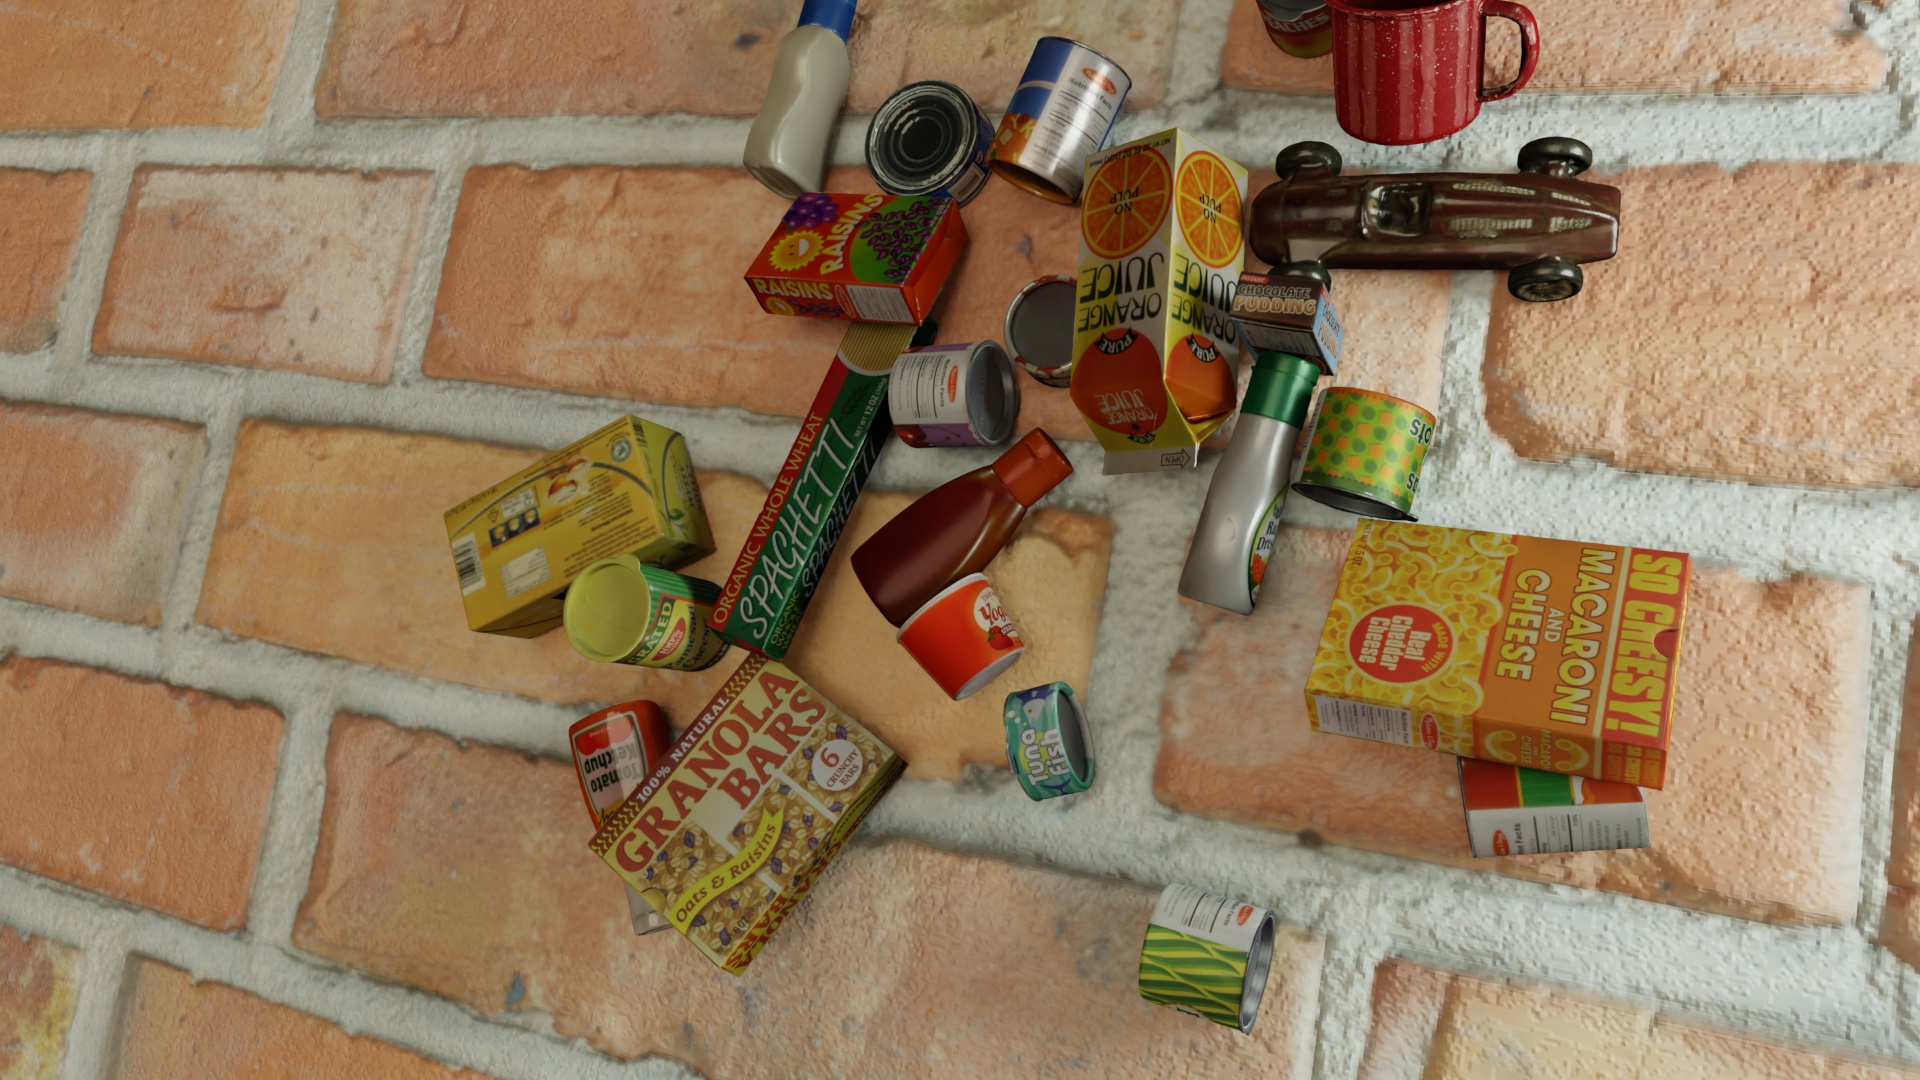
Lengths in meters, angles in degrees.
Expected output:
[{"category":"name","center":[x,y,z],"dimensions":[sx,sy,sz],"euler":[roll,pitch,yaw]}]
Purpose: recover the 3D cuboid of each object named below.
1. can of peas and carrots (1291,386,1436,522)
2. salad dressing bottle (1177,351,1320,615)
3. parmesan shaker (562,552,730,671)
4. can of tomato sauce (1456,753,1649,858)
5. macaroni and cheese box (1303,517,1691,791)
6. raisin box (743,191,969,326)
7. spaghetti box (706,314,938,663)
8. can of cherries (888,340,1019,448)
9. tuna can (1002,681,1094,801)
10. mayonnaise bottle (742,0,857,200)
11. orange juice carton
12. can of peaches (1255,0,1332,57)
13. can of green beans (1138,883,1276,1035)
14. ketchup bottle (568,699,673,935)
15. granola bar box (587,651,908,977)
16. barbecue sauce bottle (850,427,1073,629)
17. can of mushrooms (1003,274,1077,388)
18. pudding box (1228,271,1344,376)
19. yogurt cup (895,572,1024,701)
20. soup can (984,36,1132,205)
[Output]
[{"category":"can of peas and carrots","center":[0.227,-0.048,0.772],"dimensions":[0.071,0.071,0.058],"euler":[16,86,25]},{"category":"salad dressing bottle","center":[0.166,-0.033,0.793],"dimensions":[0.044,0.064,0.147],"euler":[17,90,21]},{"category":"parmesan shaker","center":[-0.200,0.049,0.914],"dimensions":[0.071,0.103,0.071],"euler":[-4,79,23]},{"category":"can of tomato sauce","center":[0.300,0.124,0.709],"dimensions":[0.083,0.071,0.071],"euler":[-9,77,21]},{"category":"macaroni and cheese box","center":[0.274,0.052,0.709],"dimensions":[0.166,0.040,0.124],"euler":[7,50,28]},{"category":"raisin box","center":[-0.068,-0.187,0.916],"dimensions":[0.123,0.040,0.086],"euler":[9,57,28]},{"category":"spaghetti box","center":[-0.089,-0.043,0.906],"dimensions":[0.050,0.028,0.250],"euler":[20,80,26]},{"category":"can of cherries","center":[-0.003,-0.090,0.877],"dimensions":[0.058,0.071,0.071],"euler":[-1,80,29]},{"category":"tuna can","center":[0.052,0.118,0.812],"dimensions":[0.033,0.071,0.071],"euler":[-17,74,19]},{"category":"mayonnaise bottle","center":[-0.107,-0.316,0.968],"dimensions":[0.041,0.064,0.148],"euler":[9,80,28]},{"category":"orange juice carton","center":[0.116,-0.134,0.820],"dimensions":[0.071,0.073,0.193],"euler":[-5,77,45]},{"category":"can of peaches","center":[0.210,-0.332,0.837],"dimensions":[0.071,0.058,0.071],"euler":[-4,79,22]},{"category":"can of green beans","center":[0.135,0.227,0.759],"dimensions":[0.058,0.071,0.071],"euler":[10,85,25]},{"category":"ketchup bottle","center":[-0.215,0.185,0.928],"dimensions":[0.064,0.043,0.149],"euler":[-22,73,12]},{"category":"granola bar box","center":[-0.133,0.166,0.873],"dimensions":[0.124,0.039,0.166],"euler":[34,76,25]},{"category":"barbecue sauce bottle","center":[0.003,-0.011,0.872],"dimensions":[0.148,0.043,0.065],"euler":[-40,64,11]},{"category":"can of mushrooms","center":[0.064,-0.132,0.875],"dimensions":[0.071,0.033,0.071],"euler":[-5,78,23]},{"category":"pudding box","center":[0.187,-0.123,0.794],"dimensions":[0.050,0.083,0.030],"euler":[13,83,25]},{"category":"yogurt cup","center":[0.002,0.061,0.849],"dimensions":[0.072,0.072,0.054],"euler":[-40,76,12]},{"category":"soup can","center":[0.061,-0.266,0.885],"dimensions":[0.071,0.071,0.083],"euler":[26,92,25]}]
